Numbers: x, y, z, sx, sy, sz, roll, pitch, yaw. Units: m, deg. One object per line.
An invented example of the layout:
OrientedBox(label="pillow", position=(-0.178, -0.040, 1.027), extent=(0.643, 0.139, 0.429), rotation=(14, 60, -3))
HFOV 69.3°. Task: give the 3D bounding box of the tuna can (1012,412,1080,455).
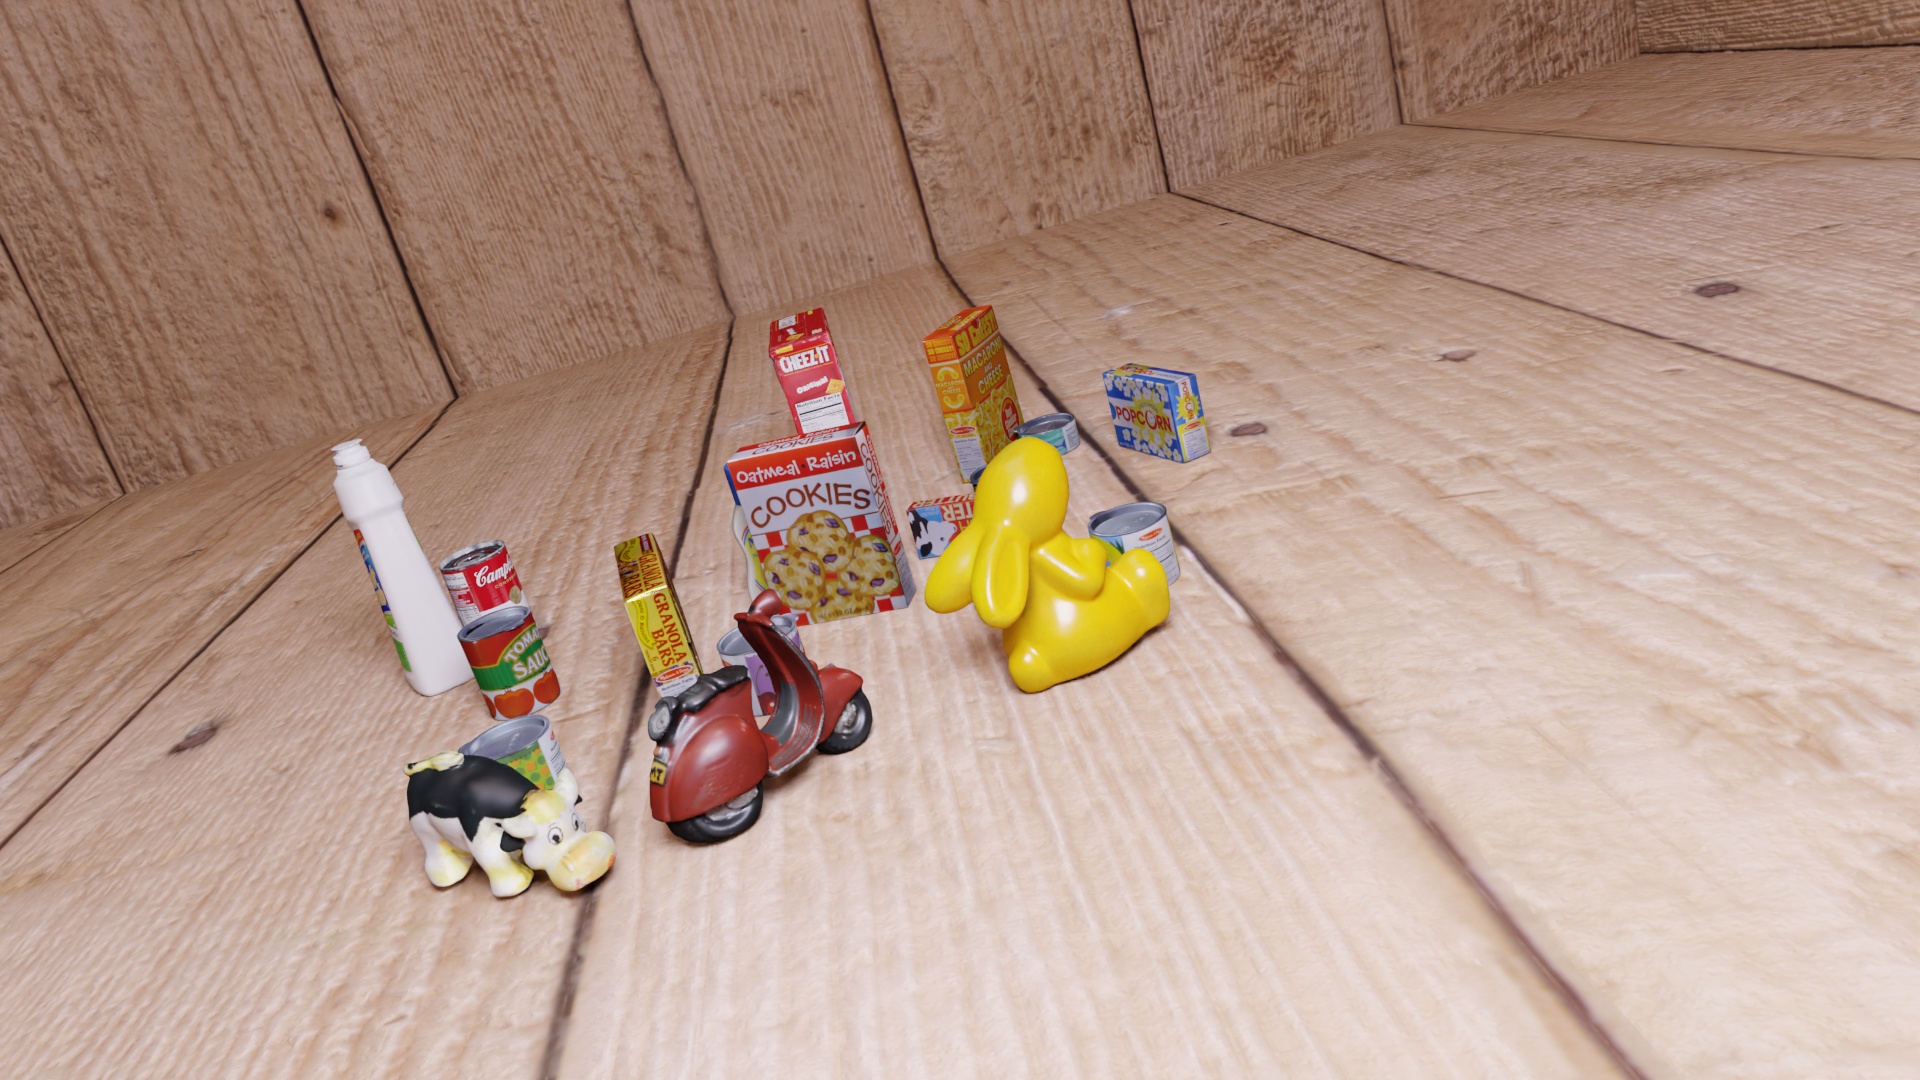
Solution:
OrientedBox(label="tuna can", position=(0.096, -0.115, 1.547), extent=(0.071, 0.032, 0.071), rotation=(-14, 19, 5))

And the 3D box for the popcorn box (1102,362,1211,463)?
OrientedBox(label="popcorn box", position=(0.202, -0.133, 1.436), extent=(0.038, 0.085, 0.127), rotation=(-23, 21, -20))

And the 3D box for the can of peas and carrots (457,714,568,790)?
OrientedBox(label="can of peas and carrots", position=(-0.337, 0.175, 1.054), extent=(0.071, 0.058, 0.071), rotation=(-14, 19, 5))

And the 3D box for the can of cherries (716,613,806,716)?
OrientedBox(label="can of cherries", position=(-0.153, 0.099, 1.117), extent=(0.071, 0.058, 0.072), rotation=(-14, 19, 5))

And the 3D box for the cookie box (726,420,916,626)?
OrientedBox(label="cookie box", position=(-0.122, -0.012, 1.234), extent=(0.123, 0.167, 0.040), rotation=(-11, 20, 15))

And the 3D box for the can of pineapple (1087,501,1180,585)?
OrientedBox(label="can of pineapple", position=(0.142, 0.007, 1.142), extent=(0.071, 0.057, 0.071), rotation=(-14, 19, 5))

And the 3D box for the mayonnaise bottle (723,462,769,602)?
OrientedBox(label="mayonnaise bottle", position=(-0.181, -0.006, 1.291), extent=(0.065, 0.147, 0.041), rotation=(-16, 19, 1))

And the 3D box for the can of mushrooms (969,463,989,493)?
OrientedBox(label="can of mushrooms", position=(0.043, -0.058, 1.431), extent=(0.071, 0.033, 0.071), rotation=(-14, 19, 5))

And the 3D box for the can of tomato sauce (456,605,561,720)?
OrientedBox(label="can of tomato sauce", position=(-0.401, 0.110, 1.244), extent=(0.071, 0.082, 0.071), rotation=(-14, 19, 5))

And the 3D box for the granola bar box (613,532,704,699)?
OrientedBox(label="granola bar box", position=(-0.247, 0.074, 1.160), extent=(0.039, 0.123, 0.166), rotation=(-20, 20, -11))

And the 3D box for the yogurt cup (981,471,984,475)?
OrientedBox(label="yogurt cup", position=(0.059, -0.047, 1.358), extent=(0.072, 0.053, 0.072), rotation=(-14, 19, 5))

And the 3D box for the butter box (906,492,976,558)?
OrientedBox(label="butter box", position=(0.005, -0.017, 1.319), extent=(0.103, 0.053, 0.024), rotation=(-9, 20, 19))

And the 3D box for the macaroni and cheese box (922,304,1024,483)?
OrientedBox(label="macaroni and cheese box", position=(0.020, -0.164, 1.538), extent=(0.040, 0.166, 0.124), rotation=(-6, 21, 26))
